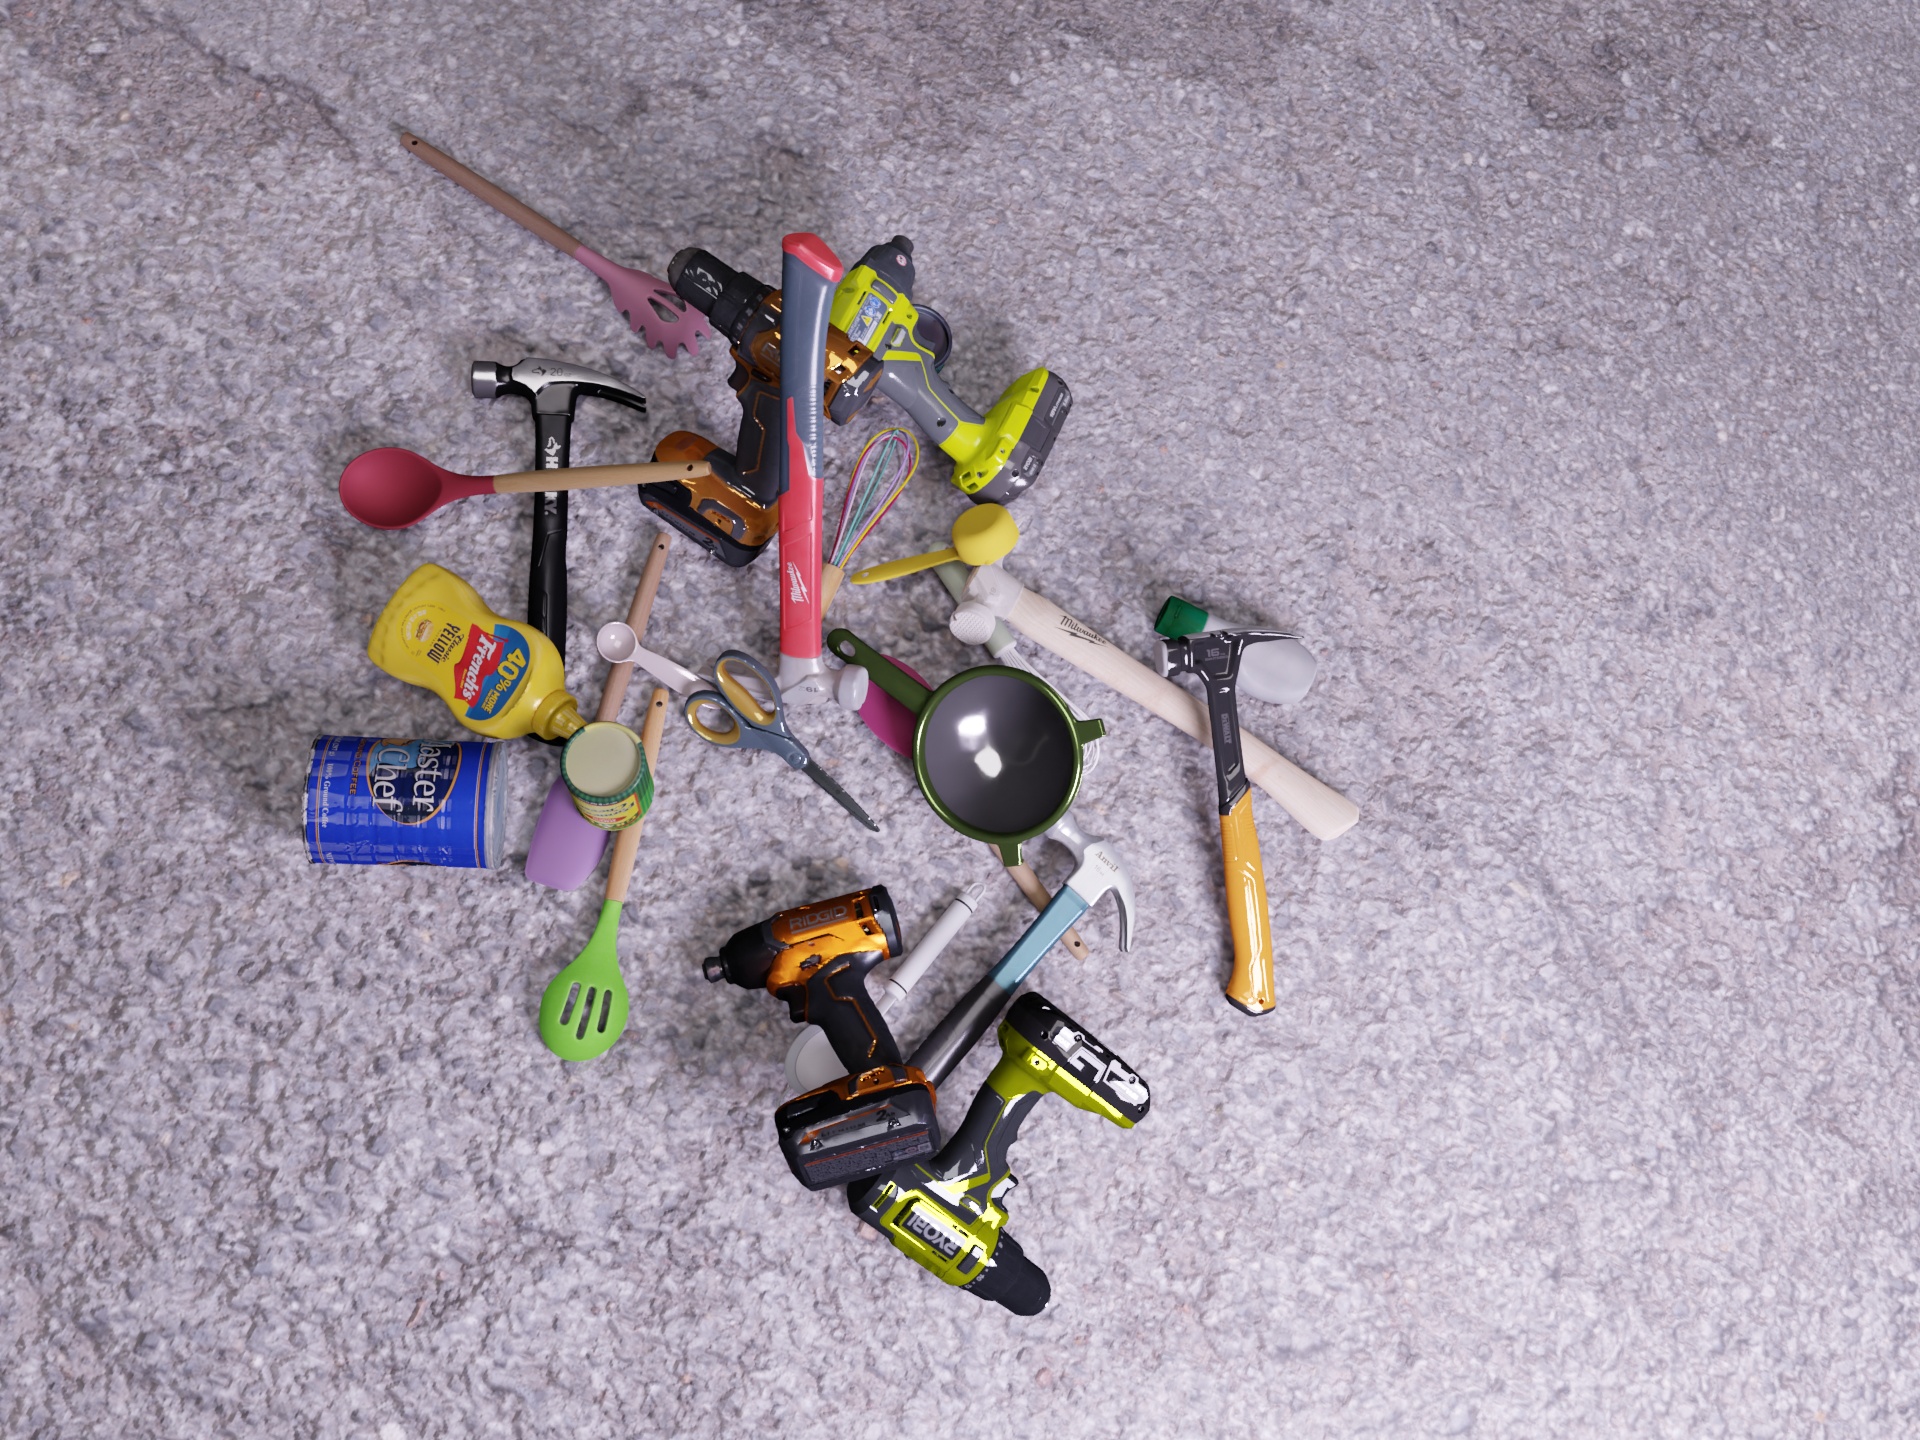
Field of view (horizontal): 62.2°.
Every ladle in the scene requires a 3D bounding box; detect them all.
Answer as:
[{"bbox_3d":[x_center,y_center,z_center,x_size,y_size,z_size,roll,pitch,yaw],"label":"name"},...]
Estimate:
[{"bbox_3d":[-0.358,-0.198,1.310,0.315,0.031,0.069,-2,90,9],"label":"ladle"}]

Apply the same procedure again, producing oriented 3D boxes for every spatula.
[{"bbox_3d":[-0.293,-0.011,1.337,0.059,0.018,0.316,19,77,-17],"label":"spatula"}]

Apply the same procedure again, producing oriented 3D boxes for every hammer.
[{"bbox_3d":[0.184,-0.025,1.412,0.410,0.038,0.146,33,47,-9],"label":"hammer"},{"bbox_3d":[-0.141,-0.188,1.254,0.143,0.038,0.386,9,121,10],"label":"hammer"},{"bbox_3d":[0.246,0.088,1.369,0.127,0.034,0.337,-8,97,-10],"label":"hammer"},{"bbox_3d":[-0.342,-0.144,1.346,0.146,0.035,0.335,1,79,-10],"label":"hammer"},{"bbox_3d":[0.022,0.231,1.331,0.128,0.033,0.331,42,79,0],"label":"hammer"}]

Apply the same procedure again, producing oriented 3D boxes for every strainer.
[{"bbox_3d":[-0.002,-0.004,1.358,0.256,0.069,0.151,36,108,15],"label":"strainer"},{"bbox_3d":[-0.058,0.233,1.324,0.087,0.050,0.258,24,64,37],"label":"strainer"}]

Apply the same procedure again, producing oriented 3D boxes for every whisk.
[{"bbox_3d":[-0.099,-0.151,1.392,0.047,0.051,0.245,26,78,-11],"label":"whisk"},{"bbox_3d":[0.043,-0.056,1.401,0.058,0.059,0.246,-25,79,-51],"label":"whisk"}]

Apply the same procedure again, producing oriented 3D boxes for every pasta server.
[{"bbox_3d":[-0.359,-0.425,1.405,0.316,0.040,0.060,33,75,1],"label":"pasta server"}]

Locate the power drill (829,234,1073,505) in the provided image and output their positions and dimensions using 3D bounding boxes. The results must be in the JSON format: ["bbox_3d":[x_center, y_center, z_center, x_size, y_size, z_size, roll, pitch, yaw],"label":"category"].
[{"bbox_3d":[-0.018,-0.303,1.381,0.223,0.080,0.171,35,64,-21],"label":"power drill"}]

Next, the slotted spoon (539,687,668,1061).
[{"bbox_3d":[-0.282,0.123,1.309,0.070,0.031,0.314,15,75,-16],"label":"slotted spoon"}]

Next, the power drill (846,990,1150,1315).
[{"bbox_3d":[0.046,0.354,1.283,0.190,0.080,0.228,39,87,-15],"label":"power drill"}]

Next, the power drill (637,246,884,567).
[{"bbox_3d":[-0.187,-0.258,1.301,0.185,0.226,0.084,35,38,-3],"label":"power drill"}]

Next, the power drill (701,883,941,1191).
[{"bbox_3d":[-0.111,0.245,1.252,0.164,0.084,0.227,-14,51,-4],"label":"power drill"}]

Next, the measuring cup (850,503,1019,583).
[{"bbox_3d":[-0.027,-0.150,1.380,0.156,0.029,0.062,-15,42,12],"label":"measuring cup"}]

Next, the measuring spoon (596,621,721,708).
[{"bbox_3d":[-0.254,-0.042,1.342,0.124,0.018,0.034,32,71,-23],"label":"measuring spoon"}]

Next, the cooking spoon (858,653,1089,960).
[{"bbox_3d":[0.011,0.077,1.379,0.069,0.017,0.319,-36,87,-23],"label":"cooking spoon"}]
